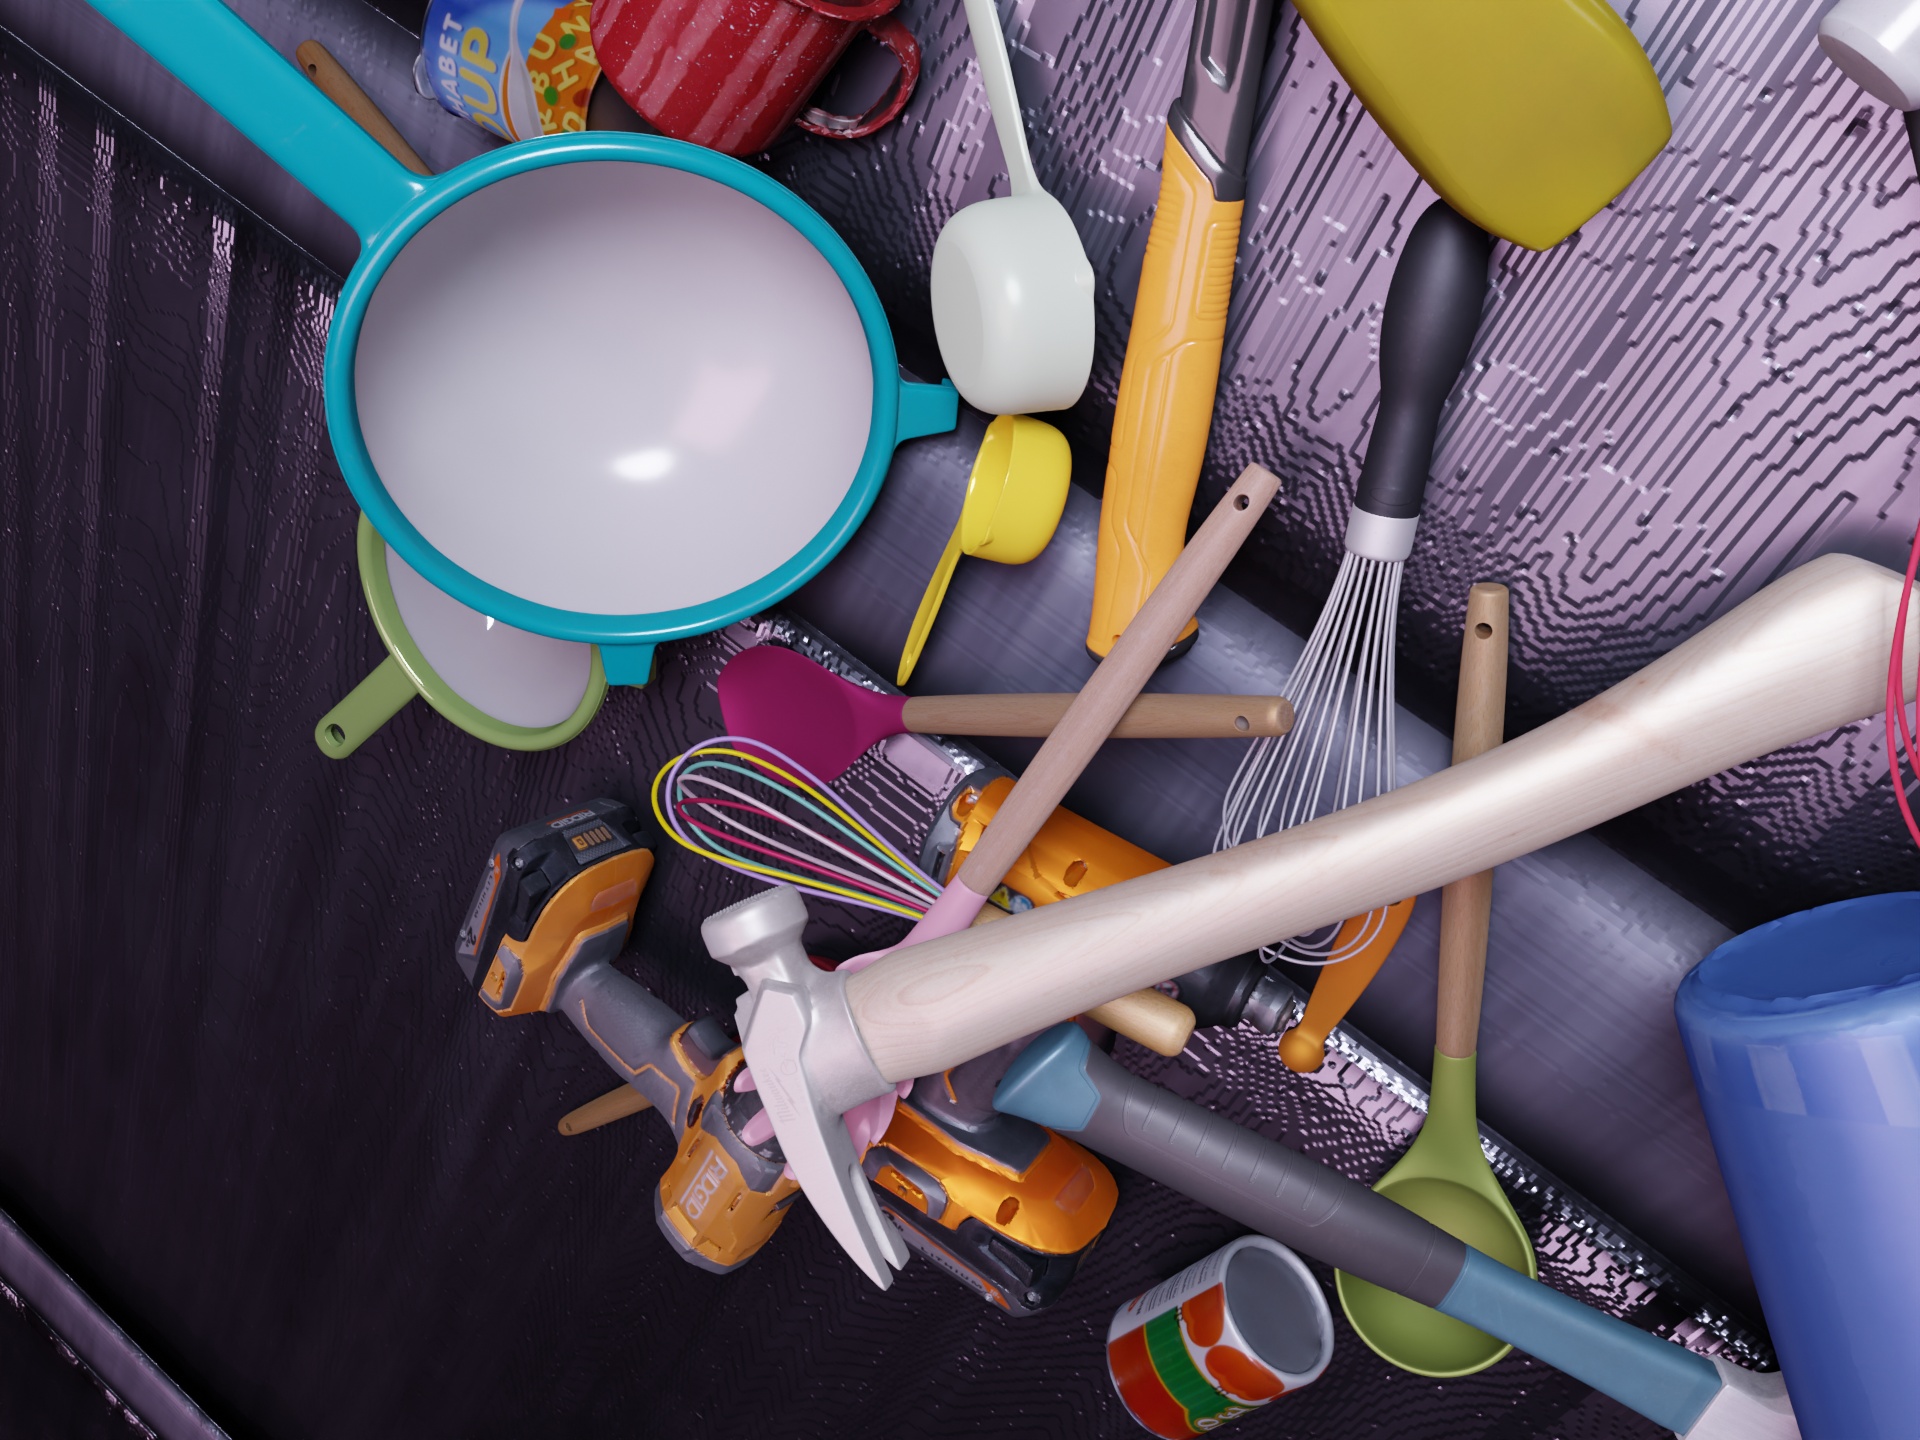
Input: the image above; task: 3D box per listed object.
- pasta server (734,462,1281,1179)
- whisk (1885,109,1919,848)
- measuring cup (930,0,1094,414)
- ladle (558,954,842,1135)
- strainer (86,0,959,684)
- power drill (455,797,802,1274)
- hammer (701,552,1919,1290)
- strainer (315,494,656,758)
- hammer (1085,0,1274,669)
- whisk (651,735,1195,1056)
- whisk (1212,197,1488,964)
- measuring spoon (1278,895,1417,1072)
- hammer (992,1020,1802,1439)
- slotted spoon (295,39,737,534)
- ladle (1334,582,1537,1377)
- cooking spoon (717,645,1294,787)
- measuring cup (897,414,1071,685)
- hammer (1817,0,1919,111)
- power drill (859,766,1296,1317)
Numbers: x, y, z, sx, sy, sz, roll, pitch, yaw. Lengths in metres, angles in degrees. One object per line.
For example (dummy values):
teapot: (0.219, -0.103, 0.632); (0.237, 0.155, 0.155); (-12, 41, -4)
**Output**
pasta server: (0.018, 0.041, 0.582); (0.060, 0.040, 0.316); (38, 106, 11)
whisk: (0.272, -0.087, 0.418); (0.073, 0.073, 0.296); (-7, 96, 36)
measuring cup: (0.005, -0.189, 0.559); (0.083, 0.038, 0.167); (-173, 69, -72)
ladle: (-0.140, 0.191, 0.871); (0.315, 0.031, 0.069); (-30, 85, 41)
strainer: (-0.174, -0.174, 0.592); (0.211, 0.095, 0.340); (-37, 127, 16)
power drill: (-0.145, 0.141, 0.792); (0.226, 0.084, 0.185); (46, 128, 19)
hammer: (0.115, 0.061, 0.525); (0.410, 0.038, 0.146); (-23, 88, 16)
strainer: (-0.244, -0.046, 0.793); (0.256, 0.069, 0.151); (-30, 97, 40)
hammer: (0.072, -0.170, 0.542); (0.127, 0.034, 0.336); (20, 122, 24)
whisk: (-0.021, 0.074, 0.638); (0.245, 0.047, 0.051); (25, 115, 17)
whisk: (0.141, -0.036, 0.555); (0.070, 0.070, 0.284); (20, 118, 24)
measuring spoon: (0.155, 0.102, 0.639); (0.021, 0.011, 0.116); (31, 126, 17)
hammer: (0.169, 0.198, 0.590); (0.331, 0.033, 0.128); (26, 107, 2)
slotted spoon: (-0.204, -0.187, 0.723); (0.070, 0.031, 0.314); (-41, 86, 32)
ladle: (0.185, 0.106, 0.595); (0.078, 0.062, 0.320); (7, 114, 24)
cooking spoon: (-0.001, -0.002, 0.656); (0.319, 0.017, 0.068); (1, 108, 45)
measuring cup: (0.007, -0.060, 0.643); (0.029, 0.062, 0.156); (13, 142, -13)
hammer: (0.137, -0.339, 0.401); (0.405, 0.035, 0.144); (45, 112, 11)
power drill: (0.042, 0.150, 0.696); (0.164, 0.084, 0.226); (28, 121, 20)
